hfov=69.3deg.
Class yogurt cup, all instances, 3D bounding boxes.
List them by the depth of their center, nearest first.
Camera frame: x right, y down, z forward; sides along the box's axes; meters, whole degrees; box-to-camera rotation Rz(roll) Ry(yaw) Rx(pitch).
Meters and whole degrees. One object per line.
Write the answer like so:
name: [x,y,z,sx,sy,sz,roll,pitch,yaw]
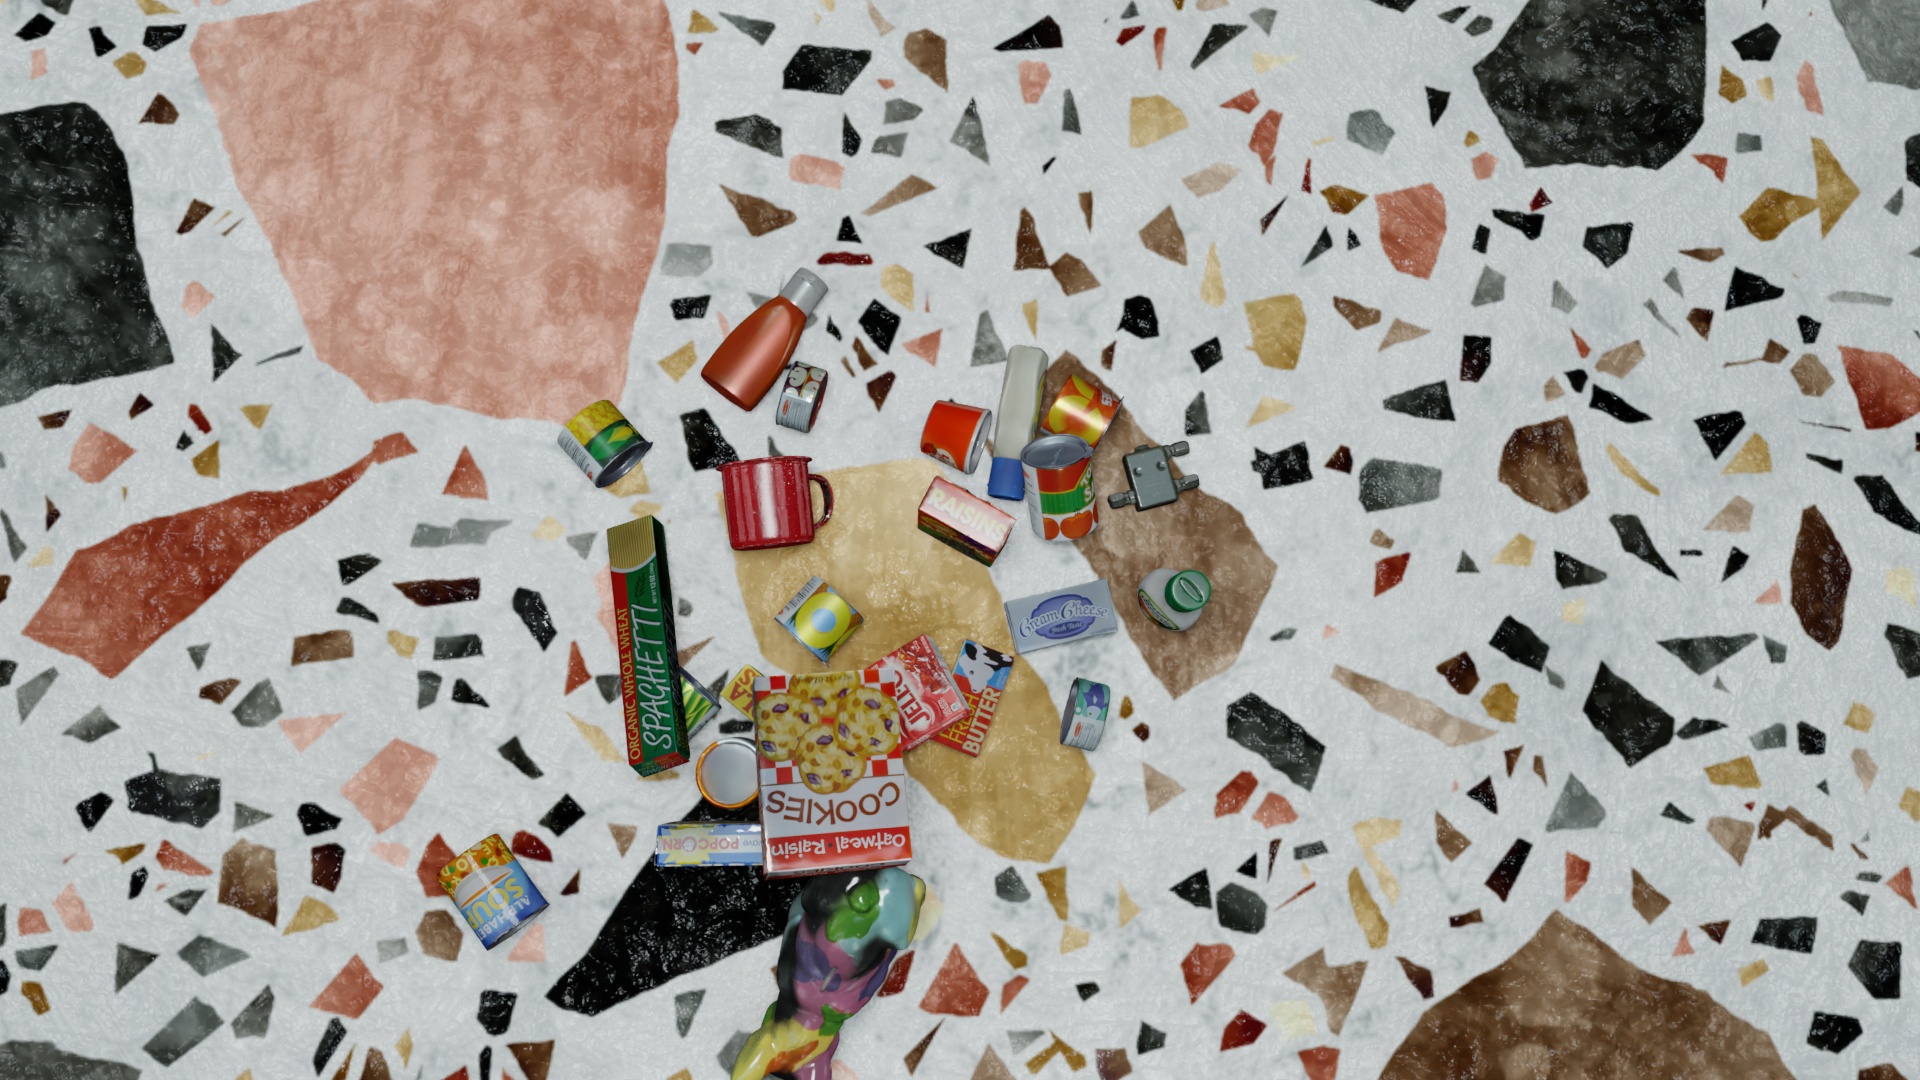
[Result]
yogurt cup: [-0.005,-0.104,1.358,0.054,0.072,0.072,19,82,9]

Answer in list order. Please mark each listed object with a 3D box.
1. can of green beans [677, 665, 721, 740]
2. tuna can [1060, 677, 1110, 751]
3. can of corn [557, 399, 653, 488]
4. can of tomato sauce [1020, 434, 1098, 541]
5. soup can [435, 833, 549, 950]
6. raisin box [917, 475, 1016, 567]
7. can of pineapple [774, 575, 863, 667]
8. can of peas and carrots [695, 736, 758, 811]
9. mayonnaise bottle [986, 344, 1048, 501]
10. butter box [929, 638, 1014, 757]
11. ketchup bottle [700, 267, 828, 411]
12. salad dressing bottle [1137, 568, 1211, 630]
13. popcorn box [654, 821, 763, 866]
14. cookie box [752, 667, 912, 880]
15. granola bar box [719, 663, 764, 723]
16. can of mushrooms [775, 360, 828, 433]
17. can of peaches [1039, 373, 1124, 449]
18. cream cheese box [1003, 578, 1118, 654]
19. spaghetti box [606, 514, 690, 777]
can of green beans: [-0.269,0.156,1.307,0.071,0.071,0.058,43,83,4]
tuna can: [0.119,0.164,1.323,0.033,0.071,0.071,15,82,-1]
can of corn: [-0.343,-0.095,1.341,0.071,0.071,0.058,-42,85,-7]
can of tomato sauce: [0.098,-0.050,1.334,0.071,0.071,0.082,-13,121,-4]
soup can: [-0.430,0.322,1.274,0.071,0.071,0.084,-38,85,-7]
raisin box: [0.005,-0.016,1.314,0.086,0.123,0.040,29,83,2]
can of pineapple: [-0.133,0.076,1.324,0.071,0.071,0.058,42,82,4]
can of peas and carrots: [-0.213,0.220,1.304,0.071,0.058,0.071,0,82,-2]
mayonnaise bottle: [0.056,-0.114,1.363,0.041,0.064,0.148,9,85,6]
butter box: [0.010,0.152,1.340,0.053,0.024,0.103,20,81,1]
ketchup bottle: [-0.189,-0.202,1.373,0.065,0.043,0.149,36,82,2]
salad dressing bottle: [0.202,0.052,1.300,0.044,0.147,0.064,-41,85,-6]
popcorn box: [-0.211,0.279,1.282,0.127,0.085,0.038,0,81,-2]
cookie box: [-0.111,0.198,1.188,0.123,0.040,0.168,-2,70,-13]
granola bar box: [-0.141,0.183,1.278,0.165,0.124,0.039,39,80,3]
can of mushrooms: [-0.154,-0.141,1.356,0.033,0.071,0.071,17,82,1]
can of peaches: [0.119,-0.124,1.363,0.058,0.071,0.071,29,82,3]
cream cheese box: [0.098,0.075,1.355,0.104,0.024,0.053,-13,82,-4]
spaghetti box: [-0.290,0.093,1.288,0.050,0.028,0.251,-18,62,9]
